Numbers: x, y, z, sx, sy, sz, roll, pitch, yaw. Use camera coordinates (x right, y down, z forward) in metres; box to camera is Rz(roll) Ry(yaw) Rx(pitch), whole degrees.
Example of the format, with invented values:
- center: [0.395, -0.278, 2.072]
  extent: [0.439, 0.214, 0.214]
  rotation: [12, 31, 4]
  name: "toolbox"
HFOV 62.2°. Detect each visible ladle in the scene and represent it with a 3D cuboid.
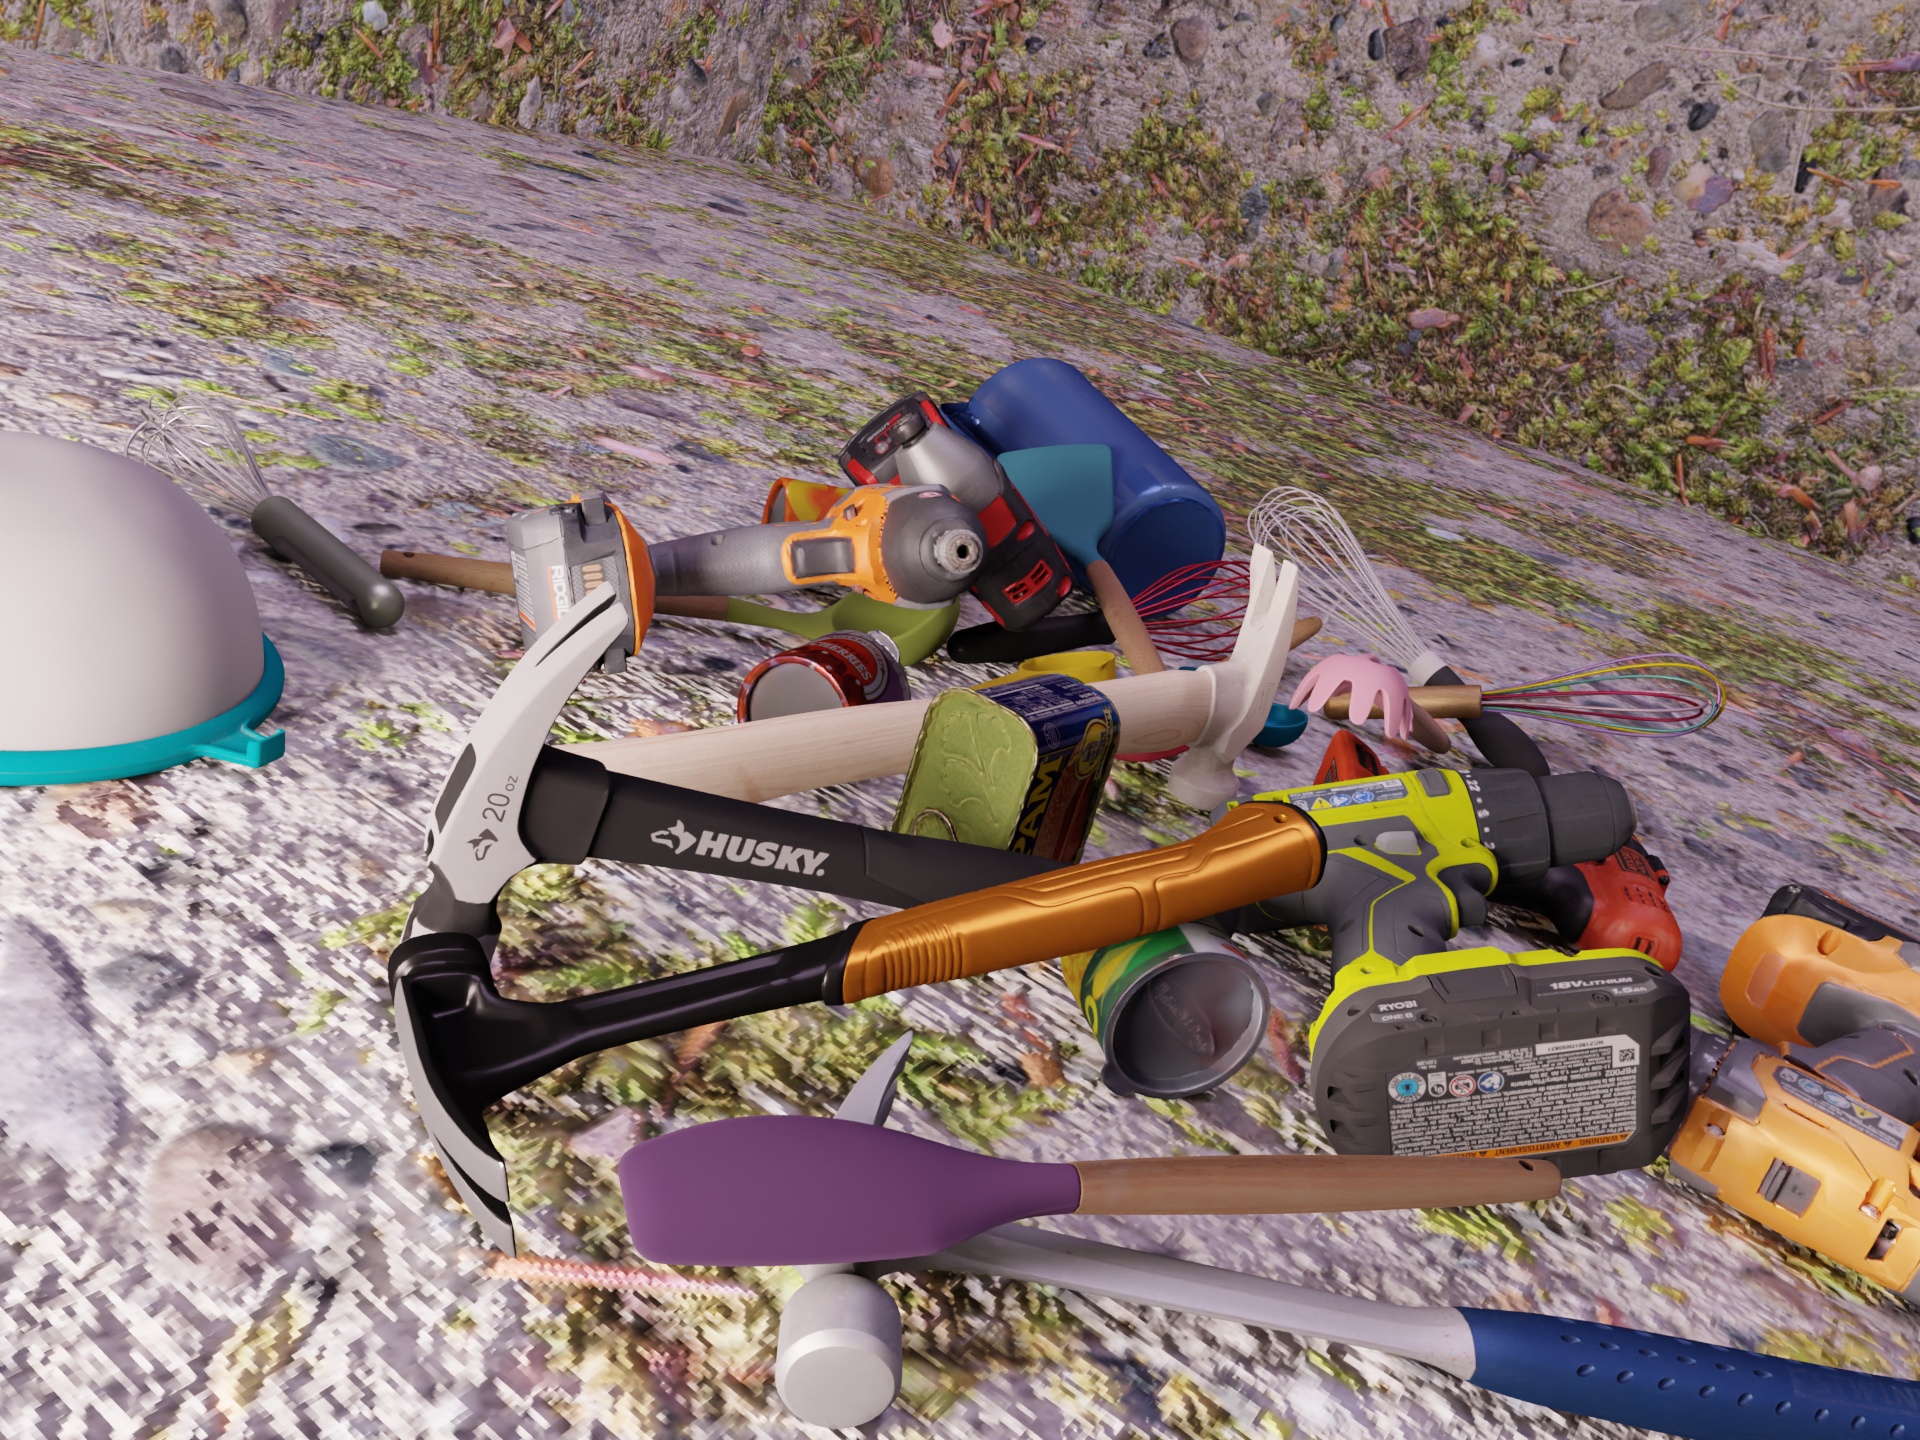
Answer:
- center: [0.174, -0.031, 1.018]
  extent: [0.069, 0.031, 0.315]
  rotation: [11, 20, 30]
  name: "ladle"
- center: [-0.156, -0.077, 0.893]
  extent: [0.320, 0.062, 0.078]
  rotation: [7, 32, -16]
  name: "ladle"

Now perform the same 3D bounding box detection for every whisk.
- center: [0.359, -0.009, 1.026]
  extent: [0.245, 0.047, 0.051]
  rotation: [-1, 59, 21]
  name: "whisk"
- center: [-0.370, -0.111, 0.843]
  extent: [0.246, 0.057, 0.059]
  rotation: [34, 62, 29]
  name: "whisk"
- center: [0.110, -0.064, 1.051]
  extent: [0.295, 0.073, 0.073]
  rotation: [-11, 34, -37]
  name: "whisk"
- center: [0.301, -0.057, 1.102]
  extent: [0.070, 0.070, 0.285]
  rotation: [-10, 53, -48]
  name: "whisk"

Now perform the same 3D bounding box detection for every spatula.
- center: [0.055, 0.140, 0.482]
  extent: [0.315, 0.018, 0.060]
  rotation: [6, 24, -22]
  name: "spatula"
- center: [0.091, -0.093, 1.000]
  extent: [0.082, 0.044, 0.318]
  rotation: [-6, 32, -7]
  name: "spatula"

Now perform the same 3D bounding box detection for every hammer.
- center: [0.146, 0.189, 0.502]
  extent: [0.405, 0.035, 0.144]
  rotation: [14, 22, -7]
  name: "hammer"
- center: [-0.012, 0.080, 0.542]
  extent: [0.336, 0.034, 0.127]
  rotation: [-11, 29, -24]
  name: "hammer"
- center: [-0.027, 0.051, 0.609]
  extent: [0.334, 0.146, 0.035]
  rotation: [14, 19, -30]
  name: "hammer"
- center: [-0.001, -0.002, 0.739]
  extent: [0.410, 0.146, 0.038]
  rotation: [-7, 32, -37]
  name: "hammer"

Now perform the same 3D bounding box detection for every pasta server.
- center: [0.255, 0.002, 0.924]
  extent: [0.060, 0.040, 0.316]
  rotation: [18, 0, 26]
  name: "pasta server"

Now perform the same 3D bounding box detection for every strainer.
- center: [-0.438, -0.066, 0.611]
  extent: [0.340, 0.095, 0.211]
  rotation: [4, 26, -32]
  name: "strainer"

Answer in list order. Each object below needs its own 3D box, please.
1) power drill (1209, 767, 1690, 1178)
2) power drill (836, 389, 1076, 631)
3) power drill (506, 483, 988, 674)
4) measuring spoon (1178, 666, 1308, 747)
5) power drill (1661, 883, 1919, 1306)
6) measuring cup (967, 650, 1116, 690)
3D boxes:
- center: [0.214, 0.088, 0.669]
  extent: [0.190, 0.080, 0.229]
  rotation: [-8, 24, 5]
  name: "power drill"
- center: [-0.009, -0.142, 1.008]
  extent: [0.143, 0.078, 0.220]
  rotation: [51, 1, -20]
  name: "power drill"
- center: [-0.101, -0.078, 0.789]
  extent: [0.226, 0.084, 0.164]
  rotation: [-9, 11, -19]
  name: "power drill"
- center: [0.176, -0.008, 1.023]
  extent: [0.042, 0.021, 0.129]
  rotation: [-8, 21, -22]
  name: "measuring spoon"
- center: [0.365, 0.146, 0.711]
  extent: [0.185, 0.084, 0.226]
  rotation: [28, 29, 31]
  name: "power drill"
- center: [0.026, -0.009, 0.904]
  extent: [0.156, 0.029, 0.062]
  rotation: [-19, 16, -36]
  name: "measuring cup"
